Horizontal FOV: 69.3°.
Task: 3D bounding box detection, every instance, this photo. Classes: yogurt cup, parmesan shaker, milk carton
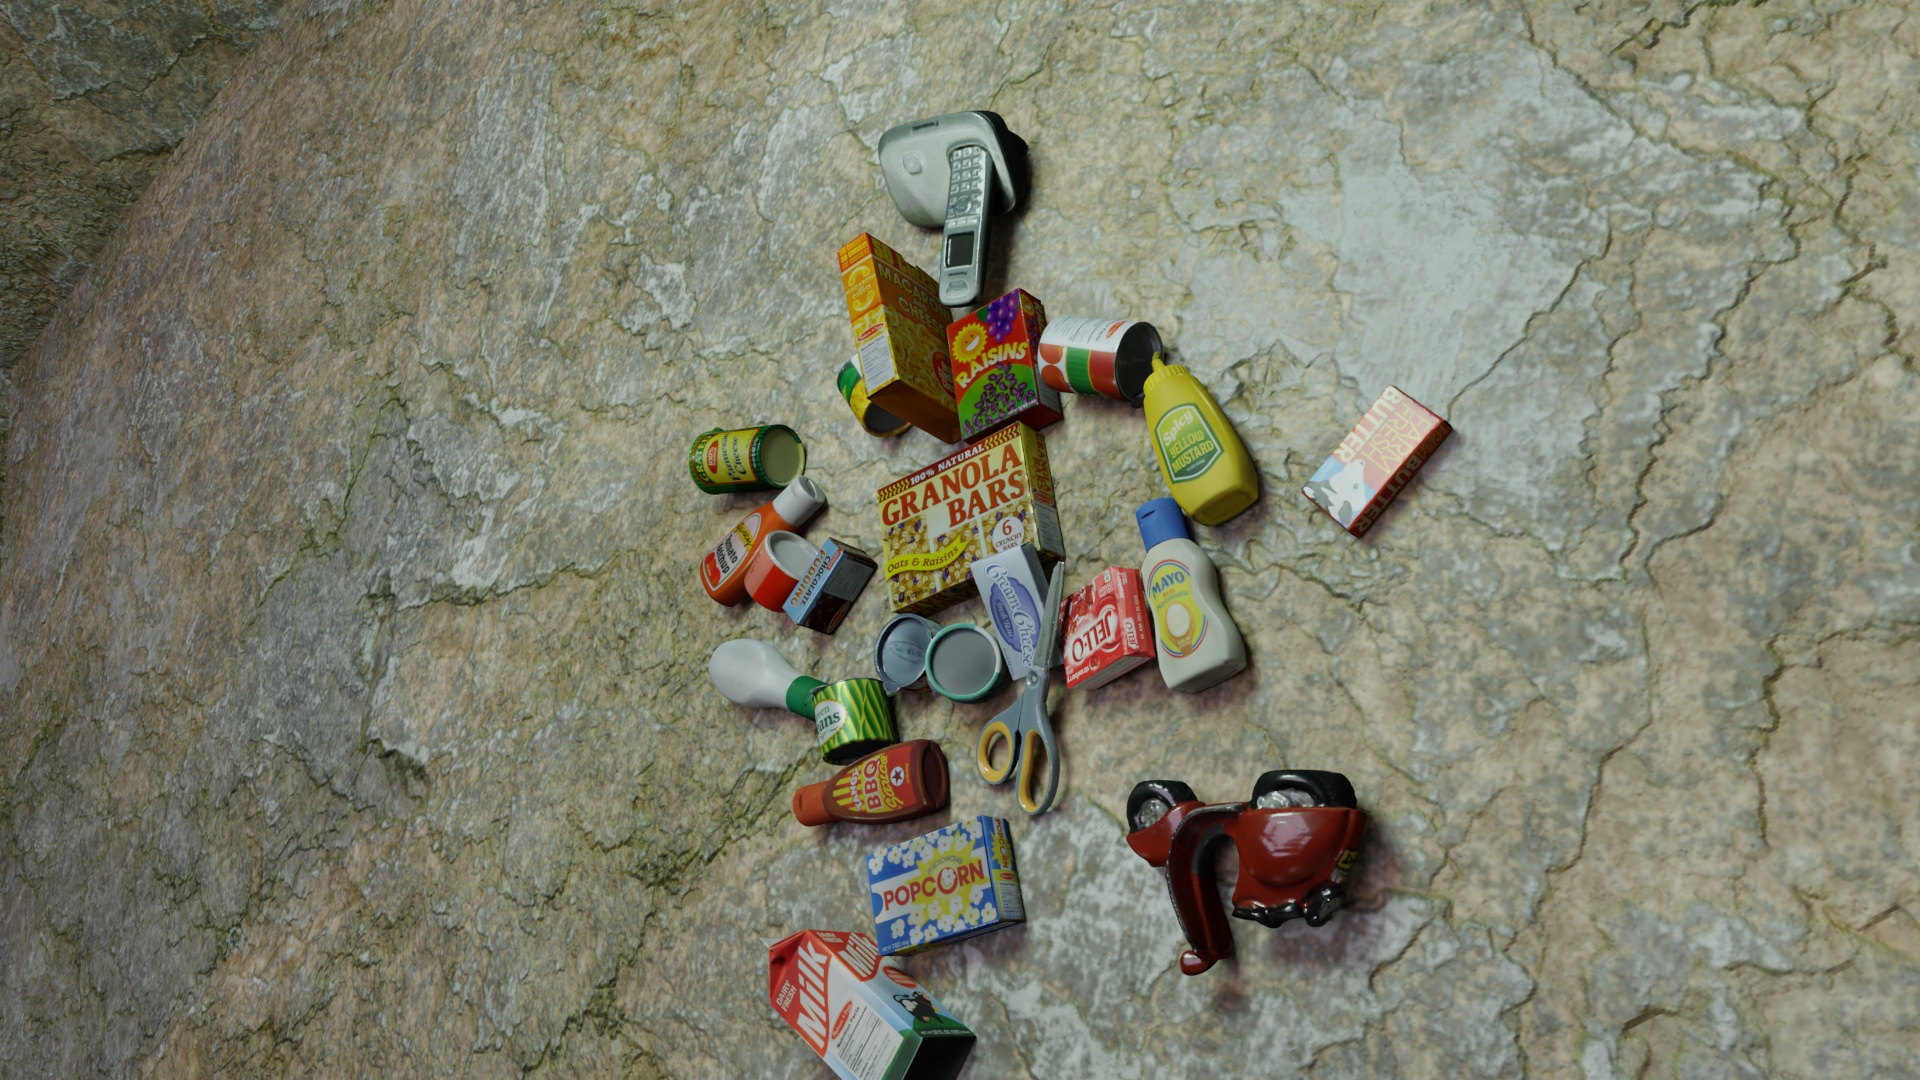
[{"bbox_3d":[-0.170,0.032,1.327,0.053,0.072,0.072,-50,50,25],"label":"yogurt cup"},{"bbox_3d":[-0.215,-0.084,1.400,0.103,0.071,0.071,-3,73,39],"label":"parmesan shaker"},{"bbox_3d":[-0.085,0.378,1.130,0.191,0.072,0.073,29,94,40],"label":"milk carton"}]

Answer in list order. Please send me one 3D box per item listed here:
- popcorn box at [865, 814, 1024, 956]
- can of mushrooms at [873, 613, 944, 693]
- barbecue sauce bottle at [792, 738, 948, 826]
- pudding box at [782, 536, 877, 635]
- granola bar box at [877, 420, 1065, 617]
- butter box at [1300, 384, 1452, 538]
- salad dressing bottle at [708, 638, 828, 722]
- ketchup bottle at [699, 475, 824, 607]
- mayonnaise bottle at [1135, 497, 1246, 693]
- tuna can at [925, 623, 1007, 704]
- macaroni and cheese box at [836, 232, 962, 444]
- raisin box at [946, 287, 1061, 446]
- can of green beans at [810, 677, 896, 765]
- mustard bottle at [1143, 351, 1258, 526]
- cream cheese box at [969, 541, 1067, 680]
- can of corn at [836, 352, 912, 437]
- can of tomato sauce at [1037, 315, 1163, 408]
[{"bbox_3d":[-0.014,0.282,1.128,0.126,0.038,0.085,-26,61,30],"label":"popcorn box"},{"bbox_3d":[-0.042,0.102,1.217,0.071,0.033,0.071,-14,67,35],"label":"can of mushrooms"},{"bbox_3d":[-0.080,0.217,1.201,0.148,0.043,0.065,-20,64,33],"label":"barbecue sauce bottle"},{"bbox_3d":[-0.122,0.043,1.291,0.030,0.049,0.083,41,102,42],"label":"pudding box"},{"bbox_3d":[0.004,-0.015,1.216,0.165,0.039,0.124,-24,61,31],"label":"granola bar box"},{"bbox_3d":[0.299,-0.058,1.002,0.103,0.024,0.053,-52,50,13],"label":"butter box"},{"bbox_3d":[-0.175,0.135,1.308,0.148,0.044,0.064,16,83,40],"label":"salad dressing bottle"},{"bbox_3d":[-0.195,-0.002,1.371,0.148,0.043,0.065,-43,44,19],"label":"ketchup bottle"},{"bbox_3d":[0.169,0.039,1.062,0.064,0.041,0.148,-33,57,34],"label":"mayonnaise bottle"},{"bbox_3d":[0.002,0.104,1.161,0.071,0.033,0.071,-2,78,9],"label":"tuna can"},{"bbox_3d":[-0.047,-0.183,1.261,0.040,0.123,0.167,-28,59,26],"label":"macaroni and cheese box"},{"bbox_3d":[0.038,-0.151,1.235,0.086,0.040,0.124,-25,60,31],"label":"raisin box"},{"bbox_3d":[-0.093,0.159,1.217,0.071,0.071,0.058,-28,59,29],"label":"can of green beans"},{"bbox_3d":[0.178,-0.089,1.094,0.065,0.049,0.161,-34,56,22],"label":"mustard bottle"},{"bbox_3d":[0.051,0.057,1.138,0.053,0.024,0.104,-23,87,30],"label":"cream cheese box"},{"bbox_3d":[-0.075,-0.138,1.308,0.071,0.071,0.058,-46,52,18],"label":"can of corn"},{"bbox_3d":[0.116,-0.150,1.157,0.083,0.071,0.071,14,84,42],"label":"can of tomato sauce"}]
